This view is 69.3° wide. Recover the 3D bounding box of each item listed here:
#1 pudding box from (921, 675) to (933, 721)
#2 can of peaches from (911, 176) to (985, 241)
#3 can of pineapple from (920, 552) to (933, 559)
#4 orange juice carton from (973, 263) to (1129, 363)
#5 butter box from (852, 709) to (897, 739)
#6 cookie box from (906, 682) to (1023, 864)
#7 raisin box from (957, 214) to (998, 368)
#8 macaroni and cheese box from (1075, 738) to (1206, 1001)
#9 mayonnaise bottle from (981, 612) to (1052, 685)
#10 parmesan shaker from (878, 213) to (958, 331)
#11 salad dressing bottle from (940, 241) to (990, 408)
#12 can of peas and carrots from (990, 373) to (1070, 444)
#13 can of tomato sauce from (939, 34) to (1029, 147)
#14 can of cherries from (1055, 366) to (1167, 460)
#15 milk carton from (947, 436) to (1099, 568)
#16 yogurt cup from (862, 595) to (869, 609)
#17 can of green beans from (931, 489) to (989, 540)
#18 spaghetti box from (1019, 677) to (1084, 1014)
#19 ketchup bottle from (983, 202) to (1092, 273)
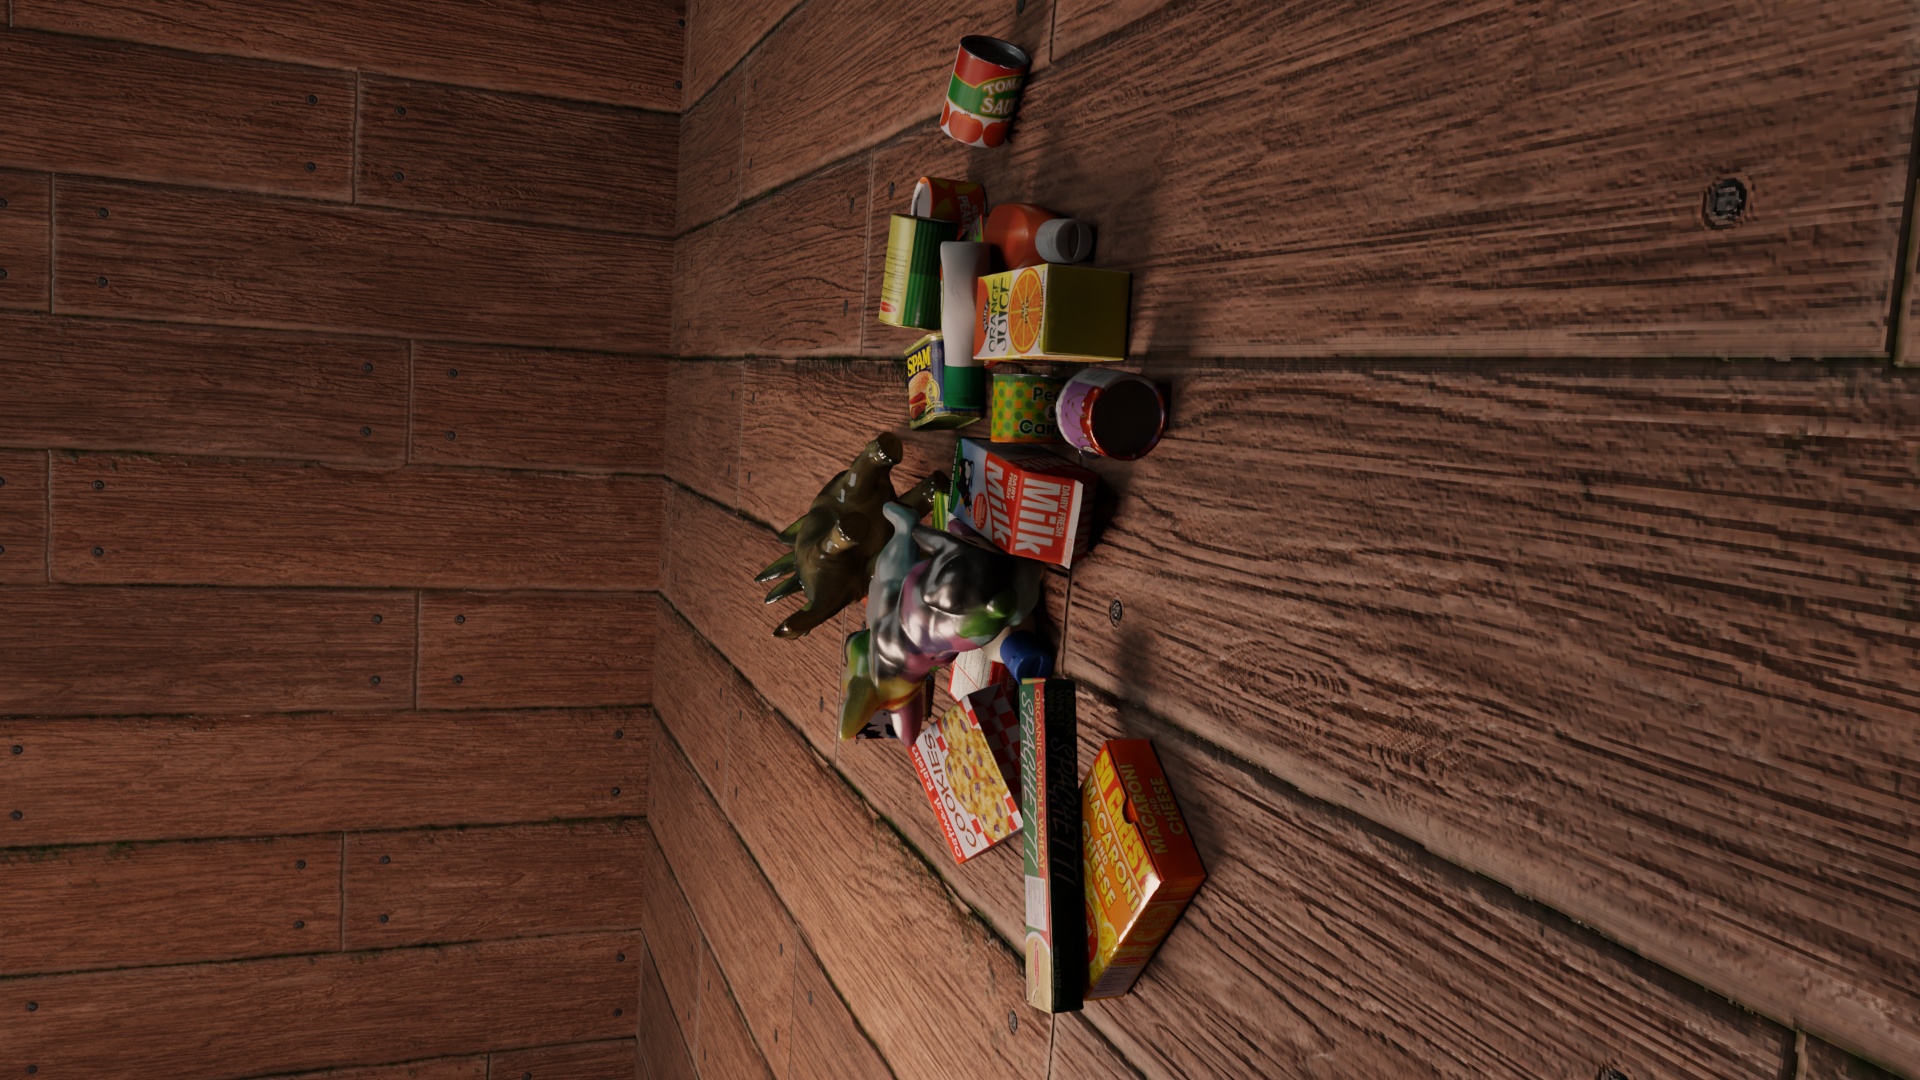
[{"bbox_3d":[-0.058,0.161,1.510,0.084,0.030,0.049,-145,59,-65],"label":"pudding box"},{"bbox_3d":[-0.012,-0.329,1.395,0.071,0.058,0.071,-177,89,-69],"label":"can of peaches"},{"bbox_3d":[-0.025,0.046,1.398,0.071,0.058,0.071,-177,89,-68],"label":"can of pineapple"},{"bbox_3d":[0.065,-0.186,1.166,0.193,0.073,0.071,-164,77,-68],"label":"orange juice carton"},{"bbox_3d":[-0.097,0.173,1.576,0.024,0.053,0.103,-179,90,-67],"label":"butter box"},{"bbox_3d":[0.016,0.214,1.260,0.123,0.040,0.166,65,151,15],"label":"cookie box"},{"bbox_3d":[0.024,-0.235,1.321,0.086,0.040,0.123,152,117,-65],"label":"raisin box"},{"bbox_3d":[0.116,0.249,1.045,0.124,0.040,0.165,-110,30,-42],"label":"macaroni and cheese box"},{"bbox_3d":[0.039,0.077,1.255,0.148,0.041,0.064,55,132,55],"label":"mayonnaise bottle"},{"bbox_3d":[-0.038,-0.259,1.339,0.071,0.071,0.102,-139,55,-63],"label":"parmesan shaker"},{"bbox_3d":[0.004,-0.194,1.251,0.064,0.044,0.147,-48,-40,-75],"label":"salad dressing bottle"},{"bbox_3d":[0.061,-0.111,1.181,0.071,0.071,0.058,-167,78,-68],"label":"can of peas and carrots"},{"bbox_3d":[0.023,-0.420,1.304,0.071,0.071,0.082,-111,30,-45],"label":"can of tomato sauce"},{"bbox_3d":[0.114,-0.093,1.044,0.058,0.071,0.071,-154,68,-65],"label":"can of cherries"},{"bbox_3d":[0.058,-0.035,1.171,0.191,0.073,0.072,-146,61,-65],"label":"milk carton"},{"bbox_3d":[-0.073,0.069,1.512,0.072,0.072,0.054,139,121,-62],"label":"yogurt cup"},{"bbox_3d":[0.006,-0.016,1.312,0.071,0.071,0.057,-156,70,-67],"label":"can of green beans"},{"bbox_3d":[0.069,0.230,1.067,0.050,0.029,0.250,158,113,-68],"label":"spaghetti box"},{"bbox_3d":[0.066,-0.261,1.209,0.149,0.043,0.064,-149,62,-66],"label":"ketchup bottle"}]
